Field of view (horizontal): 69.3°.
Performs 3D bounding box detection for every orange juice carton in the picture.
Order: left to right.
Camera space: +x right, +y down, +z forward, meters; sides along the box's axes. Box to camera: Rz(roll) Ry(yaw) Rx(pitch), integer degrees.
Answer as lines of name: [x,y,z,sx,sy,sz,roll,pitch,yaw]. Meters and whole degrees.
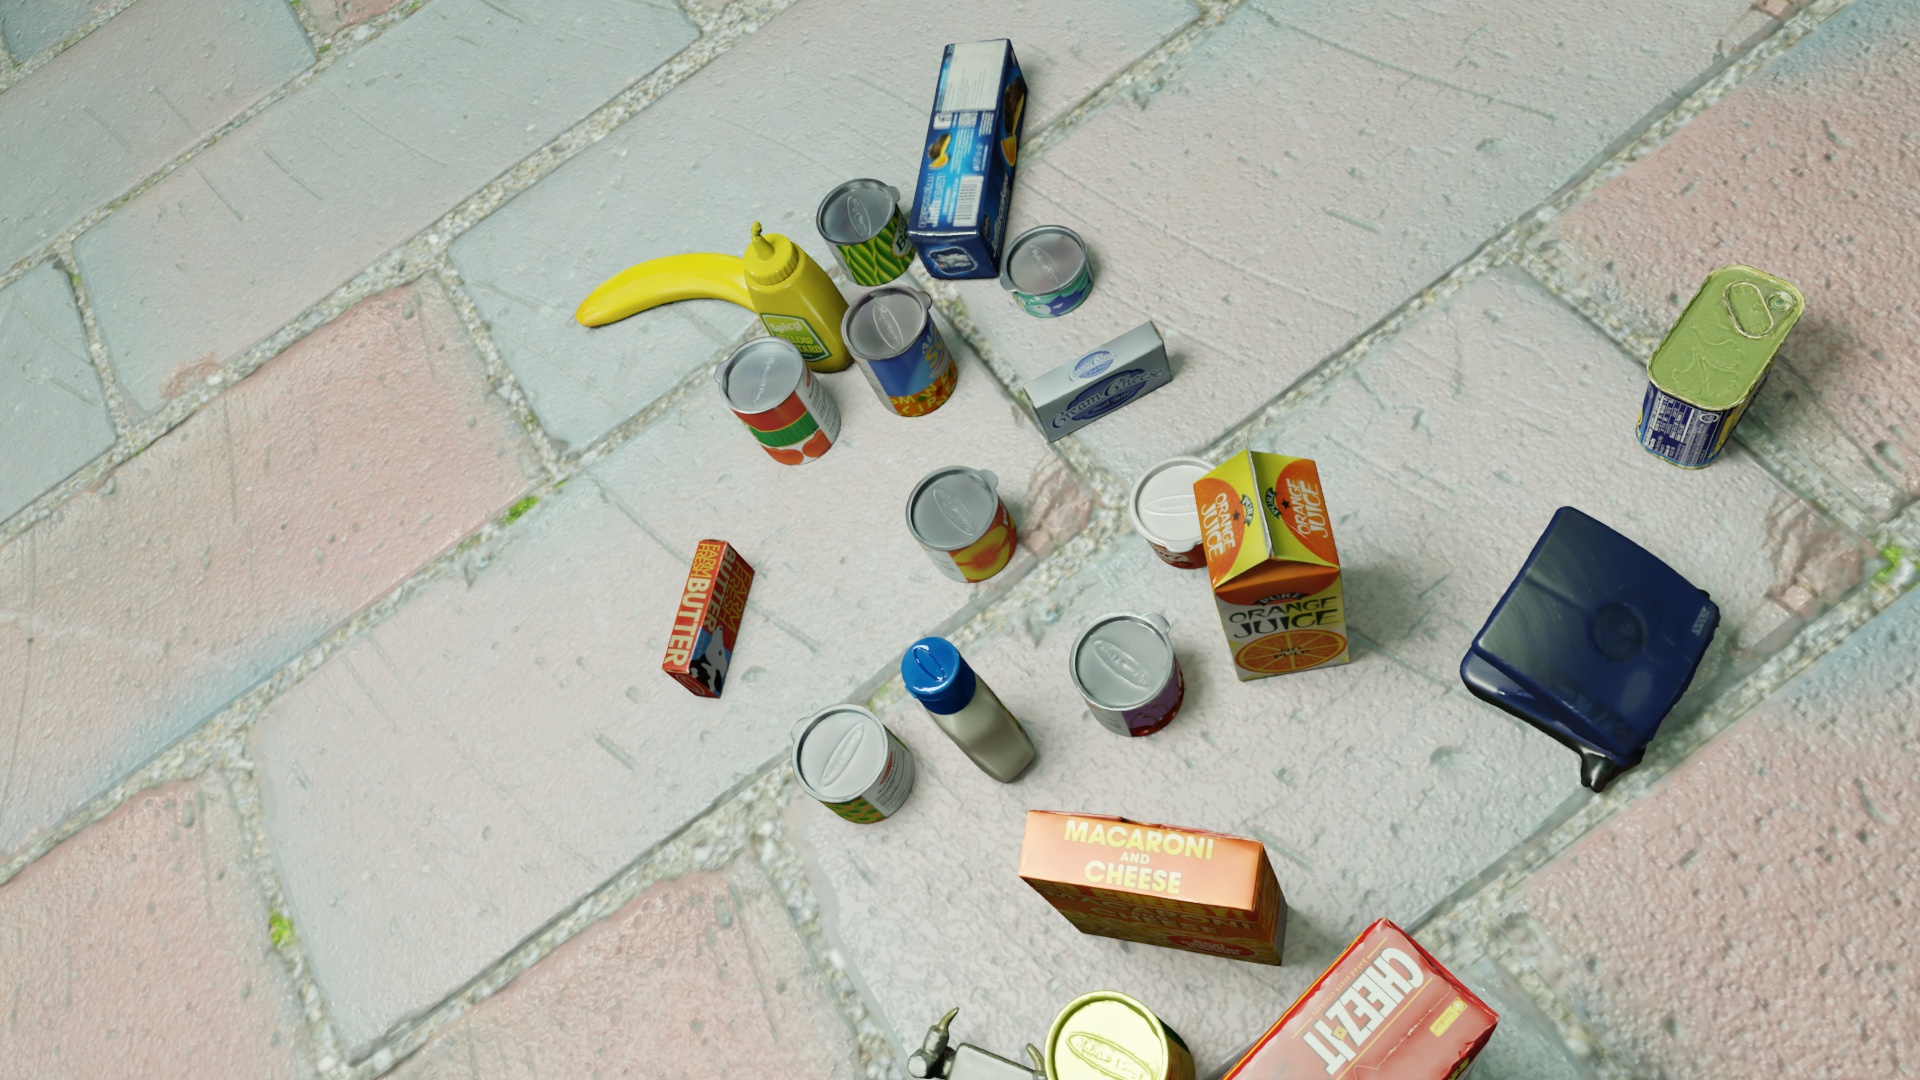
orange juice carton: [0.185,0.014,0.824,0.073,0.192,0.072,-11,62,12]

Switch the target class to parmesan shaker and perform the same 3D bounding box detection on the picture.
parmesan shaker: [0.088,0.292,0.765,0.071,0.102,0.071,-7,62,14]

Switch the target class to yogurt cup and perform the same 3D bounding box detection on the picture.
yogurt cup: [0.151,-0.016,0.931,0.072,0.053,0.072,-7,62,14]

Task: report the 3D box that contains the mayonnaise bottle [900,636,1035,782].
mayonnaise bottle: [0.003,0.103,0.862,0.041,0.147,0.065,-42,60,-5]

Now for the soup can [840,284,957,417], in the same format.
soup can: [-0.042,-0.142,1.038,0.071,0.083,0.071,-7,62,14]

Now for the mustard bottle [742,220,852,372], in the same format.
mustard bottle: [-0.128,-0.185,1.043,0.065,0.159,0.049,8,67,21]

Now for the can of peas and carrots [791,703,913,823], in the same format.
can of peas and carrots: [-0.072,0.147,0.915,0.071,0.058,0.071,-7,62,14]

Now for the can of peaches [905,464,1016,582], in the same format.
can of peaches: [0.003,-0.012,0.973,0.071,0.058,0.071,-7,62,14]

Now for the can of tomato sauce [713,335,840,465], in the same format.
can of tomato sauce: [-0.137,-0.104,1.049,0.071,0.083,0.071,-7,62,14]

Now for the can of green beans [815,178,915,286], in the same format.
can of green beans: [-0.075,-0.247,1.118,0.071,0.057,0.071,-7,62,14]

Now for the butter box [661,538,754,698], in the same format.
butter box: [-0.181,0.056,0.999,0.024,0.053,0.104,3,65,19]

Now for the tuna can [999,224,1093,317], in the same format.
tuna can: [0.065,-0.205,1.066,0.071,0.032,0.071,-7,62,14]

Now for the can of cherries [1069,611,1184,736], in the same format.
can of cherries: [0.110,0.085,0.889,0.071,0.058,0.072,-7,62,14]

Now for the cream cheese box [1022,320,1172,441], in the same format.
cream cheese box: [0.100,-0.113,0.997,0.104,0.053,0.024,-27,59,3]

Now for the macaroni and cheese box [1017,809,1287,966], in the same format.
macaroni and cheese box: [0.111,0.194,0.771,0.124,0.166,0.040,4,66,19]
